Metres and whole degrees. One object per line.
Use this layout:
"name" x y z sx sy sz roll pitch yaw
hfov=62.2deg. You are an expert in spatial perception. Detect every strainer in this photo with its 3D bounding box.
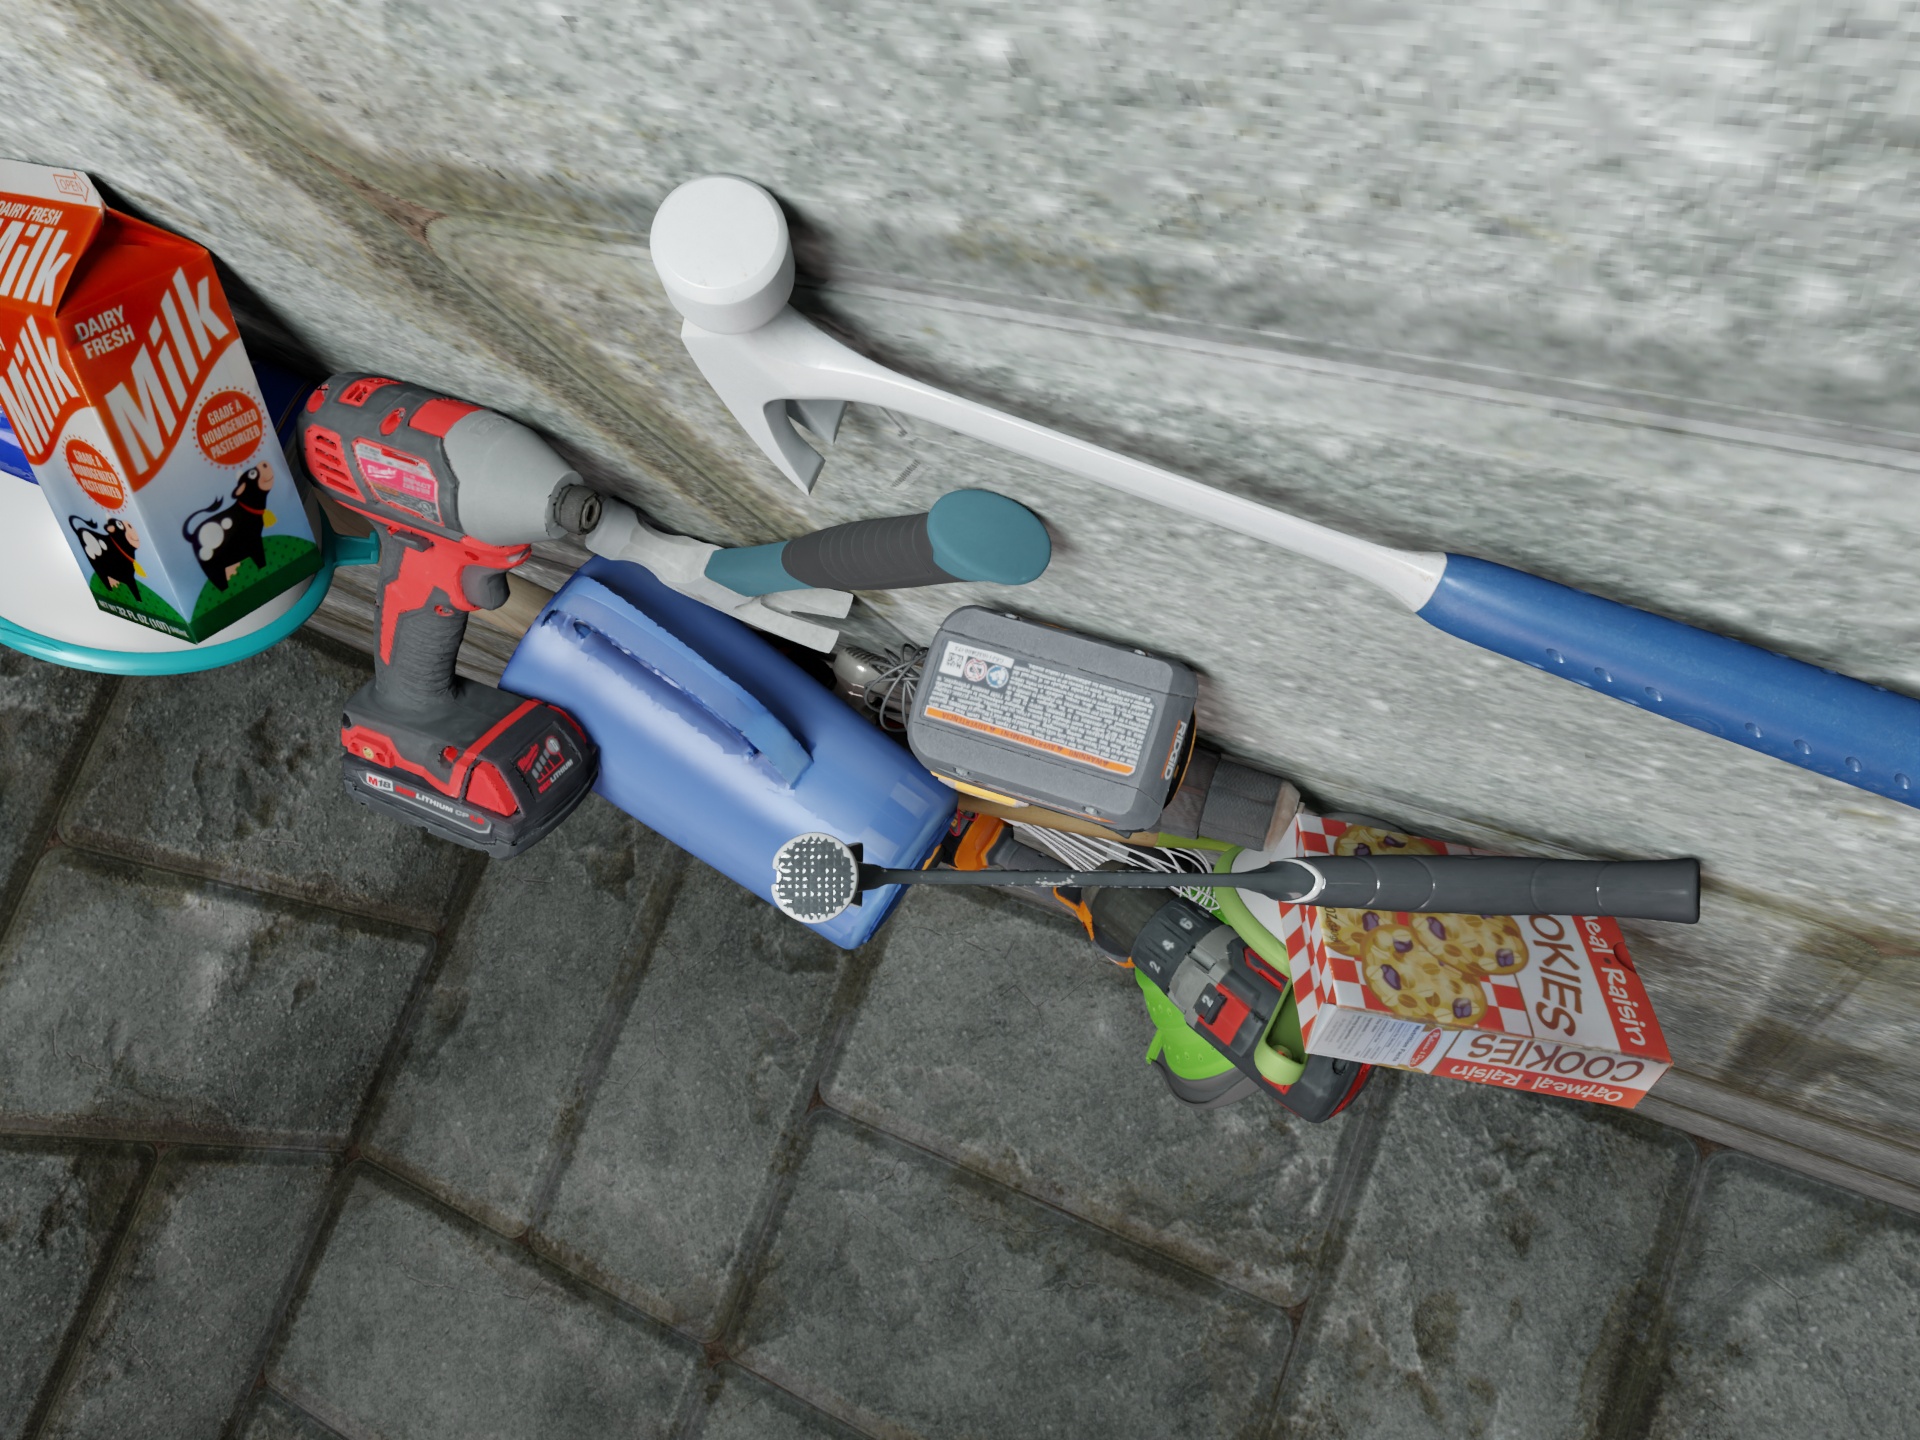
"strainer" 0.200 0.106 0.829 0.151 0.069 0.256 29 -156 13
"strainer" -0.475 -0.099 0.819 0.211 0.340 0.095 34 130 5

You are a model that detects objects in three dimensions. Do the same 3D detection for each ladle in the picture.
"ladle" 0.098 0.081 1.026 0.320 0.062 0.078 13 -170 -21

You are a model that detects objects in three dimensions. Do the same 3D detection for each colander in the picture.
"colander" 0.242 0.165 1.152 0.094 0.205 0.397 42 148 -13

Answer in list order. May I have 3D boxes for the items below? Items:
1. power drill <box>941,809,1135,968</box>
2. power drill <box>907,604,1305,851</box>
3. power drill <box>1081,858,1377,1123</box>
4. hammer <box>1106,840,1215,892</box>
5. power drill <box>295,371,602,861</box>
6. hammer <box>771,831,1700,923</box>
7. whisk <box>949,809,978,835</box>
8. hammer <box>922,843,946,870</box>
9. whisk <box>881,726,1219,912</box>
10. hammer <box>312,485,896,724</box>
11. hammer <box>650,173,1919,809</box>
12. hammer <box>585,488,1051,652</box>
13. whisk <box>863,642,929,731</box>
"power drill" 0.075 0.133 1.376 0.226 0.084 0.164 32 174 15
"power drill" 0.078 0.018 0.781 0.185 0.084 0.226 17 175 12
"power drill" 0.191 0.135 0.931 0.188 0.080 0.226 38 -154 30
"hammer" 0.150 0.098 1.263 0.146 0.035 0.334 18 171 24
"power drill" -0.235 -0.048 0.761 0.143 0.078 0.219 18 126 15
"hammer" 0.125 0.072 0.701 0.409 0.036 0.149 1 175 -2
"whisk" -0.009 0.036 1.177 0.073 0.073 0.295 21 166 1
"hammer" -0.157 0.024 1.297 0.337 0.034 0.127 33 172 1
"whisk" 0.063 0.071 1.076 0.284 0.070 0.070 29 169 -22
"hammer" -0.252 -0.052 0.991 0.410 0.146 0.038 25 -168 5
"hammer" 0.117 -0.041 0.437 0.405 0.035 0.144 20 171 4
"hammer" -0.062 -0.070 0.699 0.128 0.033 0.331 26 170 -26
"whisk" -0.001 -0.002 0.955 0.055 0.055 0.238 18 175 20
